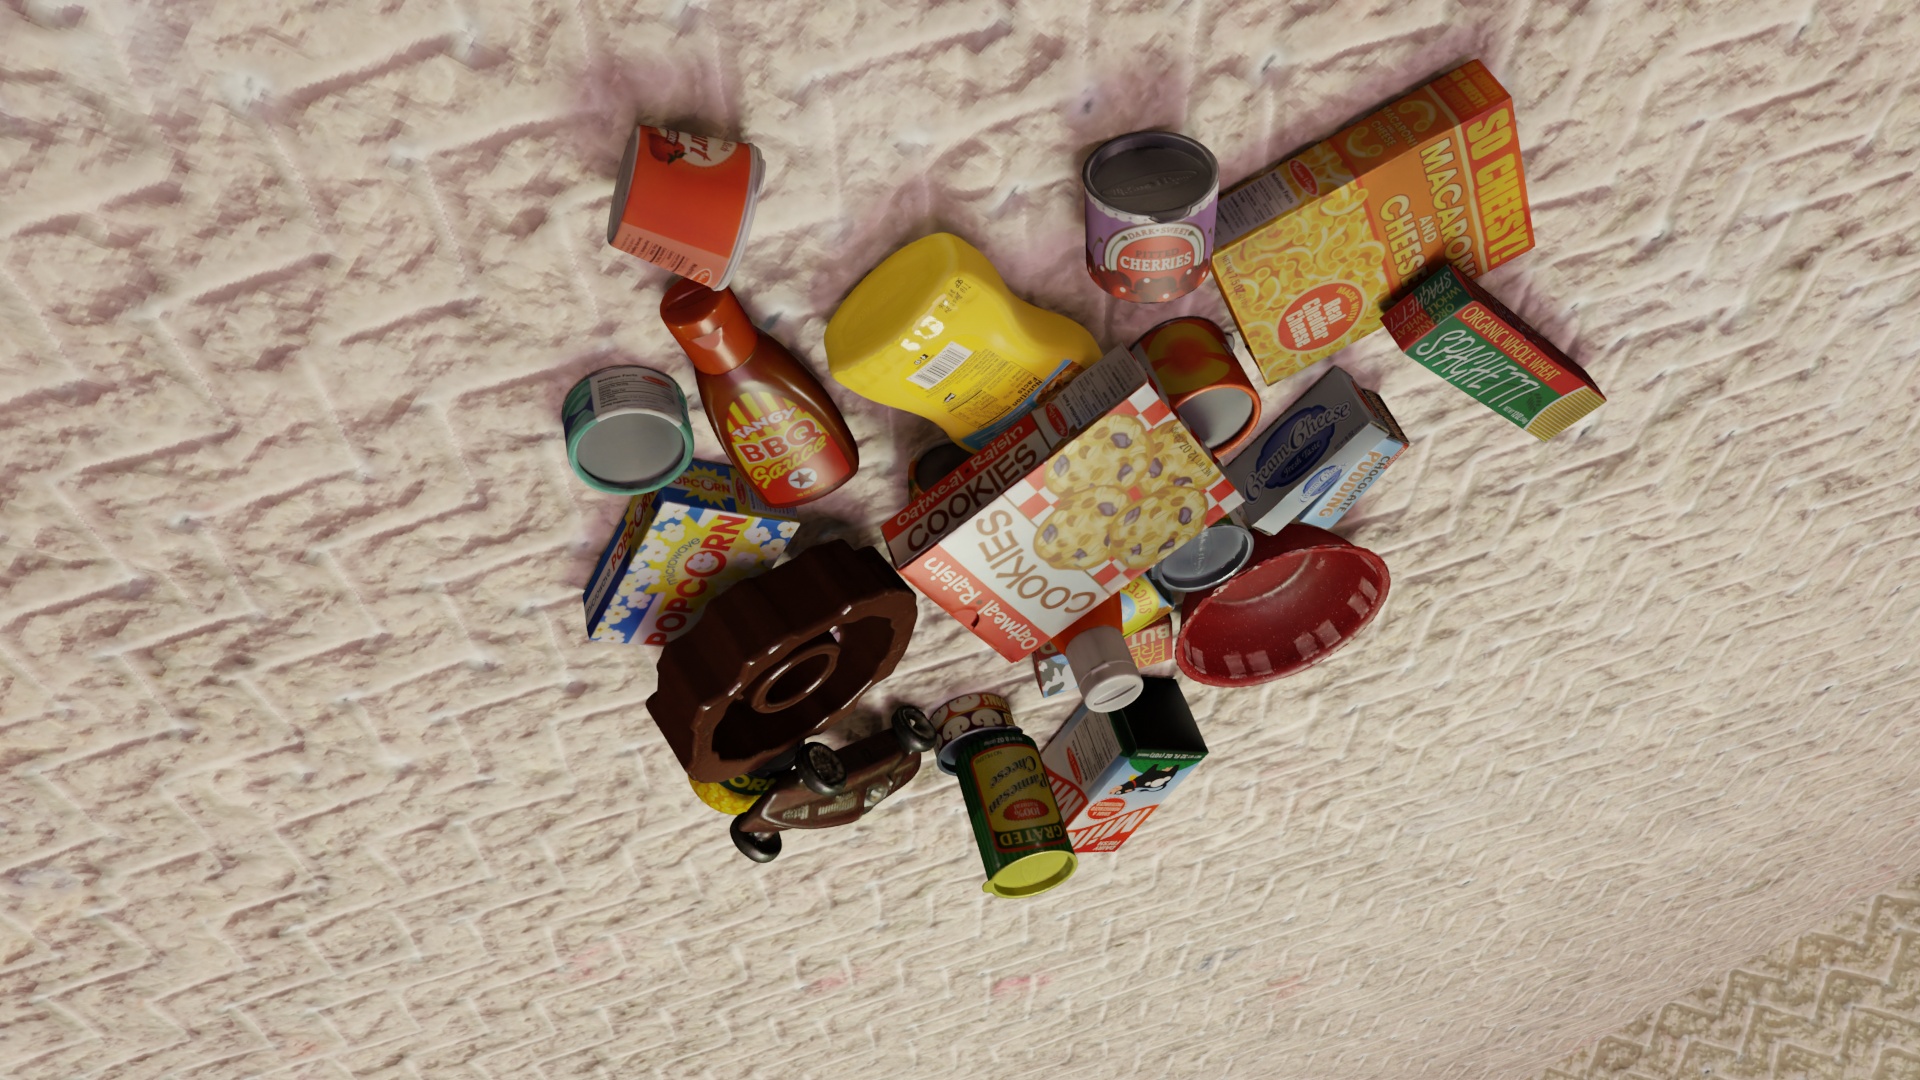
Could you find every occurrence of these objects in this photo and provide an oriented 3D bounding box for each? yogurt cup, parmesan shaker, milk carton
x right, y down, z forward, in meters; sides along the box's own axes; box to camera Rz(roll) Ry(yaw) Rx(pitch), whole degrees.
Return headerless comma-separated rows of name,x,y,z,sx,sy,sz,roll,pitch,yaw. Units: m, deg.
yogurt cup,-0.124,-0.151,0.620,0.054,0.073,0.072,12,132,-23
parmesan shaker,0.036,0.201,1.018,0.071,0.103,0.071,-12,141,-10
milk carton,0.111,0.194,1.122,0.072,0.074,0.189,7,135,-30

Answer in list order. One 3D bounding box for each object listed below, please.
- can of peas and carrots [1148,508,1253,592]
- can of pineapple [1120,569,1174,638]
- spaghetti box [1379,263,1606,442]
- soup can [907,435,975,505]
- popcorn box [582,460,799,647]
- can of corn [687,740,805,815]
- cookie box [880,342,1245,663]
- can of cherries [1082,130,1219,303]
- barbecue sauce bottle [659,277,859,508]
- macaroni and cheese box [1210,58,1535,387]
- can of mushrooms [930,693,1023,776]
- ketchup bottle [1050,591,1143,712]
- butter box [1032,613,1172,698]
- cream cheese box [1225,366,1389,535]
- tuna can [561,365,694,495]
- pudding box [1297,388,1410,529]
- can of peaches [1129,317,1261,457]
can of peas and carrots,0.147,-0.008,0.908,0.071,0.059,0.070,-11,141,-9
can of pineapple,0.102,0.033,0.929,0.058,0.071,0.071,-33,140,15
spaghetti box,0.333,-0.109,0.854,0.050,0.029,0.250,-40,148,28
soup can,0.003,-0.010,0.830,0.071,0.071,0.083,-11,138,-11
popcorn box,-0.160,0.012,0.816,0.085,0.038,0.126,10,133,-32
can of corn,-0.149,0.150,0.960,0.071,0.071,0.058,8,135,-30
cookie box,0.058,-0.014,0.771,0.167,0.040,0.122,-37,135,12
can of cherries,0.095,-0.160,0.695,0.071,0.072,0.058,-15,142,-6
barbecue sauce bottle,-0.107,-0.078,0.729,0.065,0.044,0.148,-22,141,6
macaroni and cheese box,0.222,-0.170,0.762,0.166,0.040,0.123,-28,142,11
can of mushrooms,0.012,0.147,1.056,0.071,0.033,0.070,-11,140,-9
ketchup bottle,0.070,0.035,0.854,0.064,0.149,0.043,-27,140,9
butter box,0.104,0.080,1.022,0.103,0.024,0.053,-17,142,-3
cream cheese box,0.219,-0.056,0.885,0.024,0.053,0.103,20,127,-36
tuna can,-0.176,-0.055,0.735,0.071,0.033,0.070,-12,140,-10
pudding box,0.247,-0.053,0.905,0.030,0.050,0.083,12,132,-31
can of peaches,0.137,-0.087,0.809,0.071,0.058,0.071,-11,141,-9
